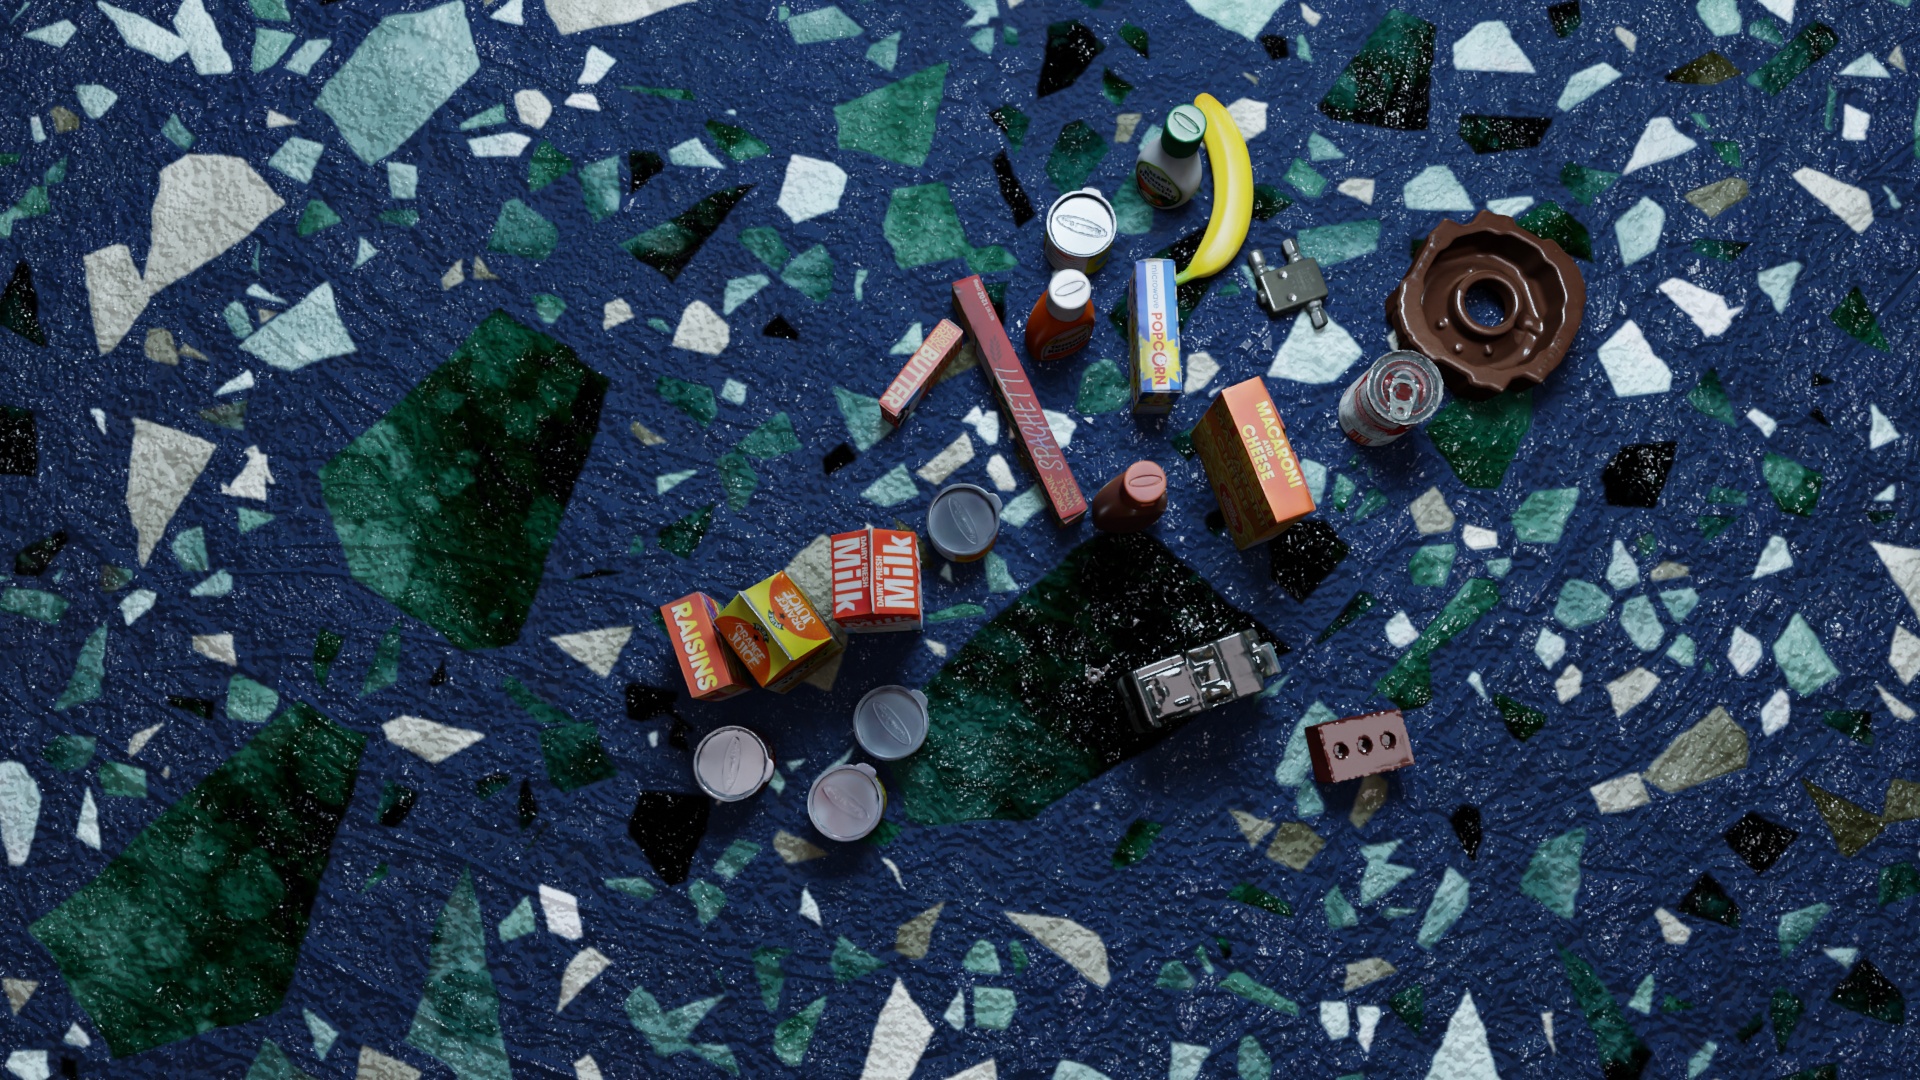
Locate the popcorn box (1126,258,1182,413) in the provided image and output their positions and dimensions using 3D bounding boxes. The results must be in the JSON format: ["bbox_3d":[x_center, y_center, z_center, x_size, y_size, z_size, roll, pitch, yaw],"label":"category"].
[{"bbox_3d":[0.179,-0.188,1.291,0.038,0.085,0.127,-2,81,0],"label":"popcorn box"}]

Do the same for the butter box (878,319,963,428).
[{"bbox_3d":[-0.037,-0.156,1.301,0.024,0.053,0.103,37,83,5],"label":"butter box"}]

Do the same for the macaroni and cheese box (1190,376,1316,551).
[{"bbox_3d":[0.256,-0.065,1.231,0.040,0.166,0.124,-21,82,-3],"label":"macaroni and cheese box"}]

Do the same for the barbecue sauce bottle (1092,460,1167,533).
[{"bbox_3d":[0.155,-0.038,1.235,0.065,0.148,0.044,-7,82,-1],"label":"barbecue sauce bottle"}]

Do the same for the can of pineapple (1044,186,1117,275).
[{"bbox_3d":[0.114,-0.292,1.321,0.071,0.058,0.071,0,81,0],"label":"can of pineapple"}]

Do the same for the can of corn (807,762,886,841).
[{"bbox_3d":[-0.098,0.230,1.237,0.071,0.058,0.071,0,81,0],"label":"can of corn"}]

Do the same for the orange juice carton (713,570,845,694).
[{"bbox_3d":[-0.155,0.081,1.192,0.073,0.192,0.072,-36,83,-5],"label":"orange juice carton"}]

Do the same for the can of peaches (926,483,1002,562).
[{"bbox_3d":[0.005,-0.016,1.277,0.071,0.058,0.071,0,81,0],"label":"can of peaches"}]

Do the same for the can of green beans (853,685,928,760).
[{"bbox_3d":[-0.061,0.164,1.248,0.071,0.057,0.071,0,81,0],"label":"can of green beans"}]

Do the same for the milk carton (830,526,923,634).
[{"bbox_3d":[-0.071,0.037,1.201,0.073,0.190,0.072,-3,82,0],"label":"milk carton"}]

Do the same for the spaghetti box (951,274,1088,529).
[{"bbox_3d":[0.054,-0.129,1.299,0.029,0.050,0.250,-24,82,-4],"label":"spaghetti box"}]

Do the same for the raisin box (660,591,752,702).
[{"bbox_3d":[-0.222,0.096,1.225,0.040,0.123,0.086,-20,82,-3],"label":"raisin box"}]

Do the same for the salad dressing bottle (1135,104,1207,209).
[{"bbox_3d":[0.198,-0.355,1.286,0.064,0.147,0.044,40,84,5],"label":"salad dressing bottle"}]

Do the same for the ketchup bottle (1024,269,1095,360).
[{"bbox_3d":[0.093,-0.206,1.261,0.065,0.148,0.043,-22,82,-3],"label":"ketchup bottle"}]

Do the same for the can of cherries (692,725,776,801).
[{"bbox_3d":[-0.198,0.200,1.241,0.071,0.058,0.071,0,81,0],"label":"can of cherries"}]
